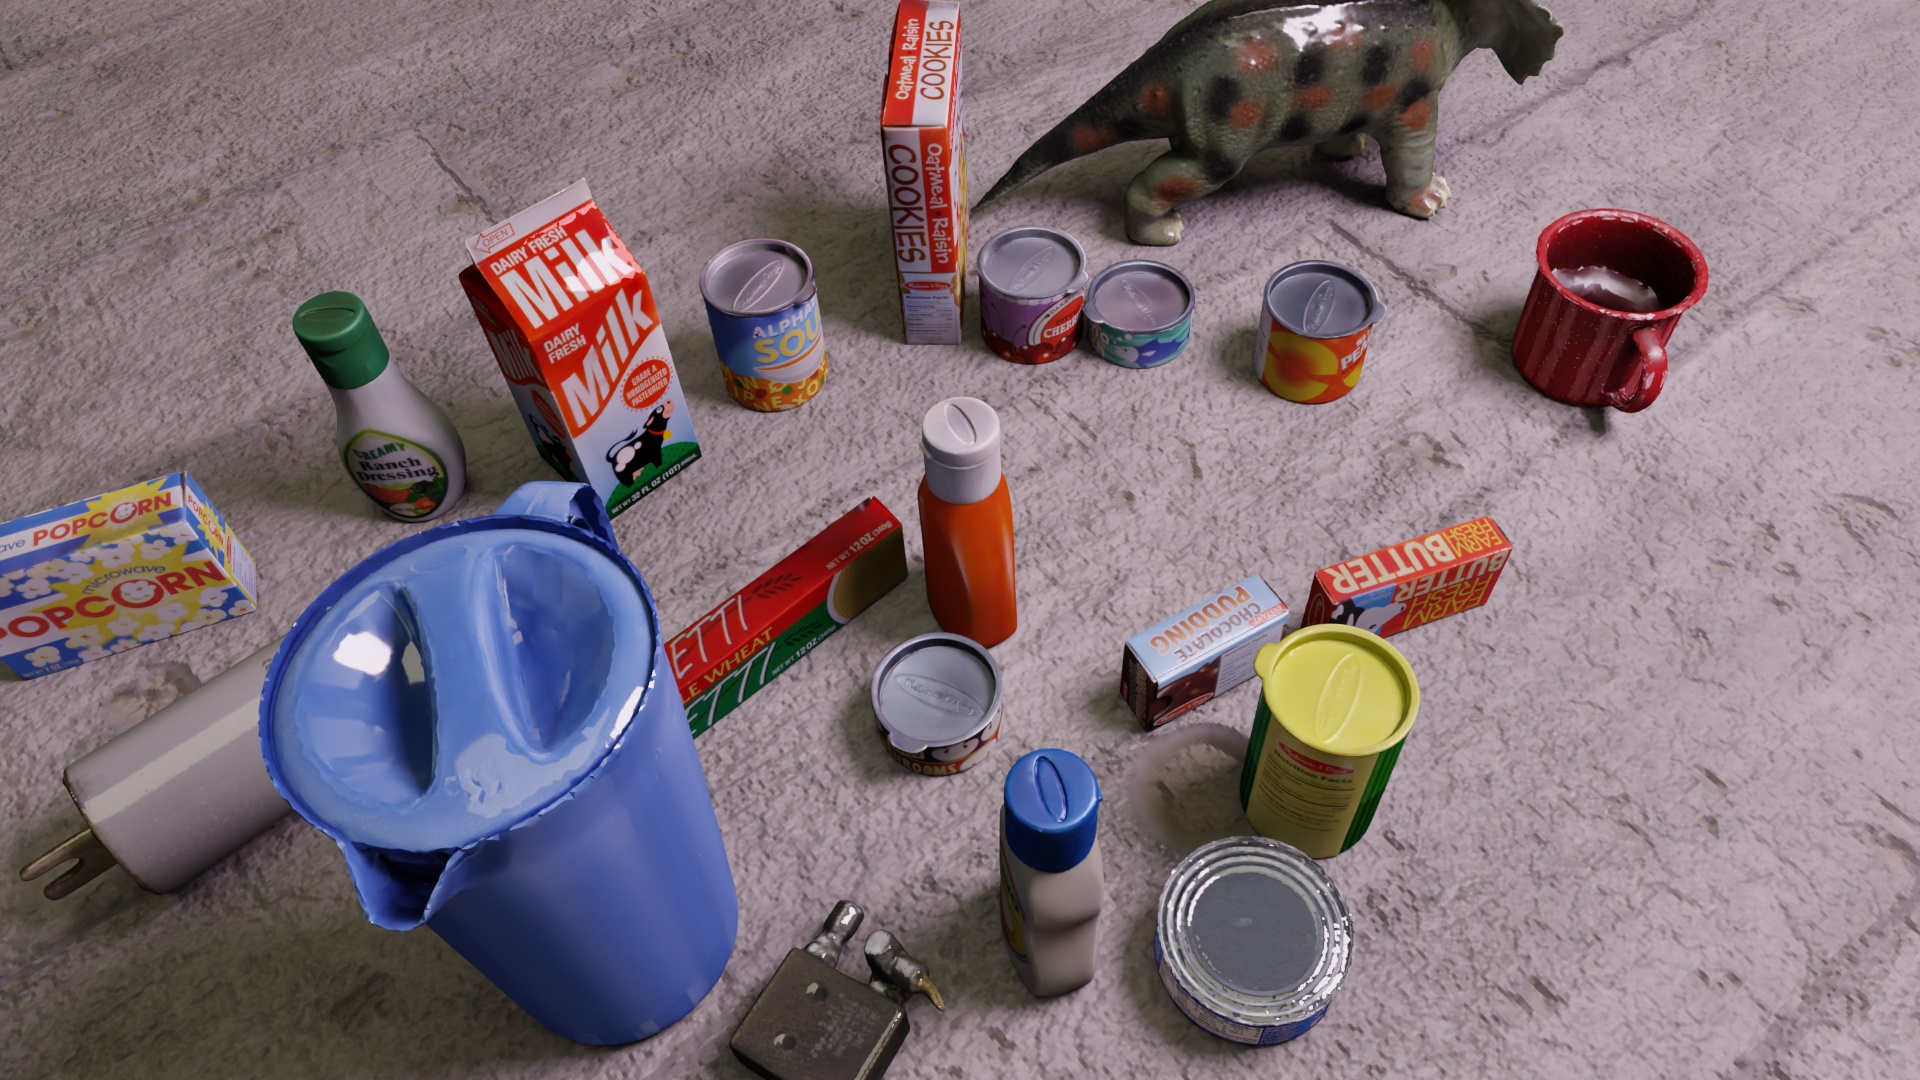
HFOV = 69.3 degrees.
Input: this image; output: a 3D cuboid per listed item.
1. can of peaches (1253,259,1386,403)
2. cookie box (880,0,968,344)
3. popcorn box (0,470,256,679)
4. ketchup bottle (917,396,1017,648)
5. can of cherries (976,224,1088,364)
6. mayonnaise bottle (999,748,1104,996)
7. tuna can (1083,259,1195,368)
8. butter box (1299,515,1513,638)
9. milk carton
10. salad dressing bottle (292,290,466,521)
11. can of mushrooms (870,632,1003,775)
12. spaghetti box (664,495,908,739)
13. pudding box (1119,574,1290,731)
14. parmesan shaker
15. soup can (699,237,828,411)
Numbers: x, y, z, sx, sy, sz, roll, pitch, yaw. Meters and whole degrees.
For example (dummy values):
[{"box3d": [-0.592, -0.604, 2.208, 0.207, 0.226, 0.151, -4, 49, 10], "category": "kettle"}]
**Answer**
[{"box3d": [0.213, -0.123, 0.831, 0.071, 0.057, 0.071, -1, 53, 2], "category": "can of peaches"}, {"box3d": [-0.019, -0.223, 0.850, 0.040, 0.166, 0.123, 1, 53, 4], "category": "cookie box"}, {"box3d": [-0.457, 0.020, 0.739, 0.127, 0.084, 0.038, -18, 54, -11], "category": "popcorn box"}, {"box3d": [0.002, -0.009, 0.697, 0.043, 0.148, 0.065, -22, 55, -13], "category": "ketchup bottle"}, {"box3d": [0.046, -0.150, 0.860, 0.071, 0.058, 0.072, -1, 53, 2], "category": "can of cherries"}, {"box3d": [0.037, 0.137, 0.583, 0.041, 0.147, 0.065, -13, 53, -7], "category": "mayonnaise bottle"}, {"box3d": [0.110, -0.140, 0.865, 0.071, 0.032, 0.071, -1, 52, 2], "category": "tuna can"}, {"box3d": [0.229, 0.024, 0.719, 0.104, 0.052, 0.024, -17, 54, -10], "category": "butter box"}, {"box3d": [-0.208, -0.106, 0.756, 0.072, 0.189, 0.073, -38, 60, -23], "category": "milk carton"}, {"box3d": [-0.318, -0.071, 0.762, 0.064, 0.147, 0.044, -4, 53, 0], "category": "salad dressing bottle"}, {"box3d": [-0.012, 0.084, 0.698, 0.071, 0.033, 0.071, -1, 52, 2], "category": "can of mushrooms"}, {"box3d": [-0.129, 0.067, 0.708, 0.251, 0.050, 0.029, -37, 59, -23], "category": "spaghetti box"}, {"box3d": [0.123, 0.057, 0.702, 0.084, 0.049, 0.030, -25, 56, -16], "category": "pudding box"}, {"box3d": [0.164, 0.093, 0.639, 0.071, 0.102, 0.071, -1, 53, 2], "category": "parmesan shaker"}, {"box3d": [-0.114, -0.127, 0.835, 0.071, 0.083, 0.072, -1, 53, 2], "category": "soup can"}]
